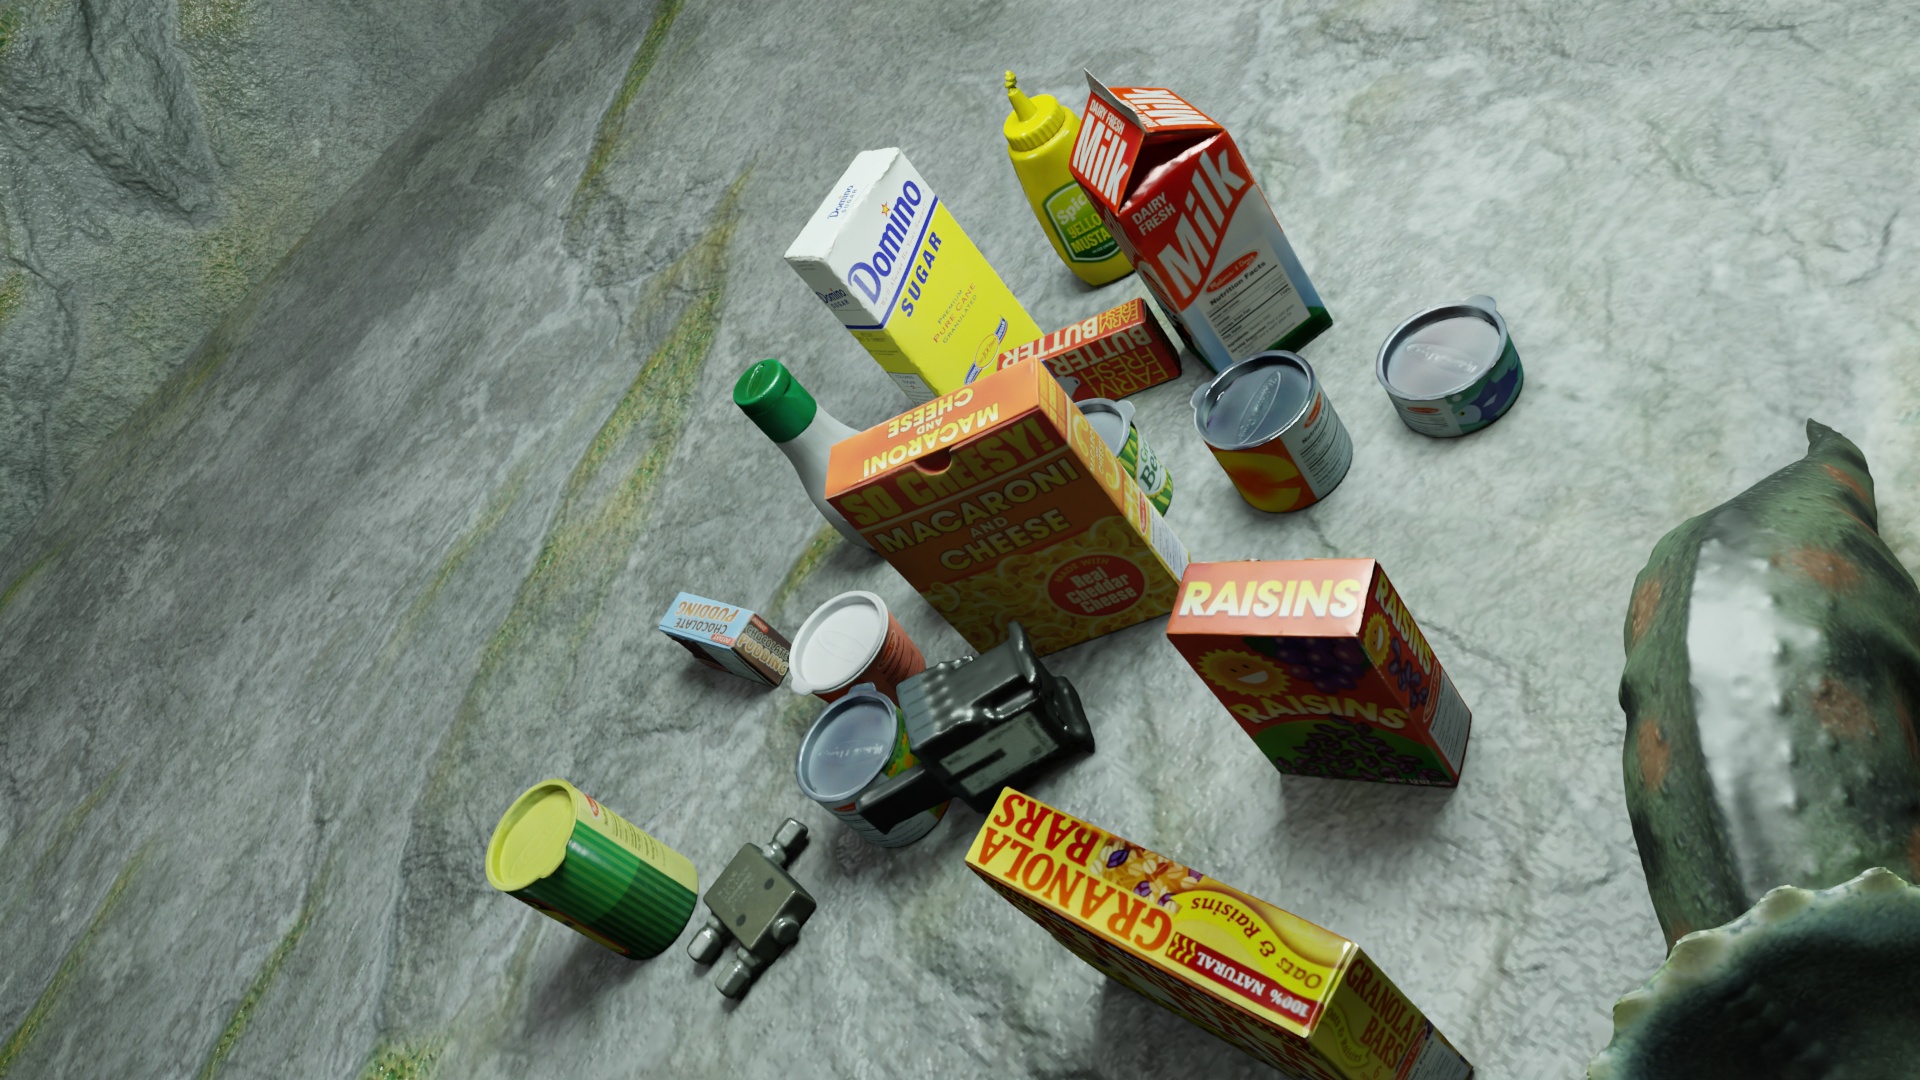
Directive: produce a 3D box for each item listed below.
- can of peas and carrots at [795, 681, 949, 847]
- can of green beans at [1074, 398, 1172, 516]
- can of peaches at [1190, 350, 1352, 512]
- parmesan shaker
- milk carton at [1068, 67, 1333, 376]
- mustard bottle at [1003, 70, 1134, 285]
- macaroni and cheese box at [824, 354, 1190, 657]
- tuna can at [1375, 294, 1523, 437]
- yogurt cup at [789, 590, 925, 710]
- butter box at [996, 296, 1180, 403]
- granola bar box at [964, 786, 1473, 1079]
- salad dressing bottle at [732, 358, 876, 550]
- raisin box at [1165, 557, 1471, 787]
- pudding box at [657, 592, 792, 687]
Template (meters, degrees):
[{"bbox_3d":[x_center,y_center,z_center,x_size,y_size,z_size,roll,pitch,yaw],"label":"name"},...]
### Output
[{"bbox_3d":[-0.045,0.121,0.746,0.071,0.058,0.071,-23,43,23],"label":"can of peas and carrots"},{"bbox_3d":[0.079,-0.037,0.787,0.071,0.057,0.071,-23,43,23],"label":"can of green beans"},{"bbox_3d":[0.164,-0.057,0.733,0.071,0.058,0.071,-23,43,23],"label":"can of peaches"},{"bbox_3d":[-0.205,0.189,0.784,0.071,0.103,0.072,-23,43,23],"label":"parmesan shaker"},{"bbox_3d":[0.126,-0.177,0.770,0.073,0.190,0.072,-38,39,7],"label":"milk carton"},{"bbox_3d":[0.068,-0.236,0.897,0.065,0.160,0.049,-26,42,20],"label":"mustard bottle"},{"bbox_3d":[0.029,-0.007,0.715,0.123,0.166,0.040,-22,43,24],"label":"macaroni and cheese box"},{"bbox_3d":[0.251,-0.089,0.709,0.071,0.032,0.071,-23,43,23],"label":"tuna can"},{"bbox_3d":[-0.057,0.071,0.806,0.072,0.053,0.073,-23,43,23],"label":"yogurt cup"},{"bbox_3d":[0.079,-0.108,0.856,0.103,0.053,0.024,-19,45,27],"label":"butter box"},{"bbox_3d":[0.096,0.163,0.537,0.165,0.124,0.039,15,66,47],"label":"granola bar box"},{"bbox_3d":[-0.082,-0.052,0.866,0.044,0.147,0.064,-15,47,31],"label":"salad dressing bottle"},{"bbox_3d":[0.153,0.056,0.586,0.086,0.123,0.040,-2,54,39],"label":"raisin box"},{"bbox_3d":[-0.151,0.063,0.896,0.083,0.049,0.030,10,62,45],"label":"pudding box"}]
